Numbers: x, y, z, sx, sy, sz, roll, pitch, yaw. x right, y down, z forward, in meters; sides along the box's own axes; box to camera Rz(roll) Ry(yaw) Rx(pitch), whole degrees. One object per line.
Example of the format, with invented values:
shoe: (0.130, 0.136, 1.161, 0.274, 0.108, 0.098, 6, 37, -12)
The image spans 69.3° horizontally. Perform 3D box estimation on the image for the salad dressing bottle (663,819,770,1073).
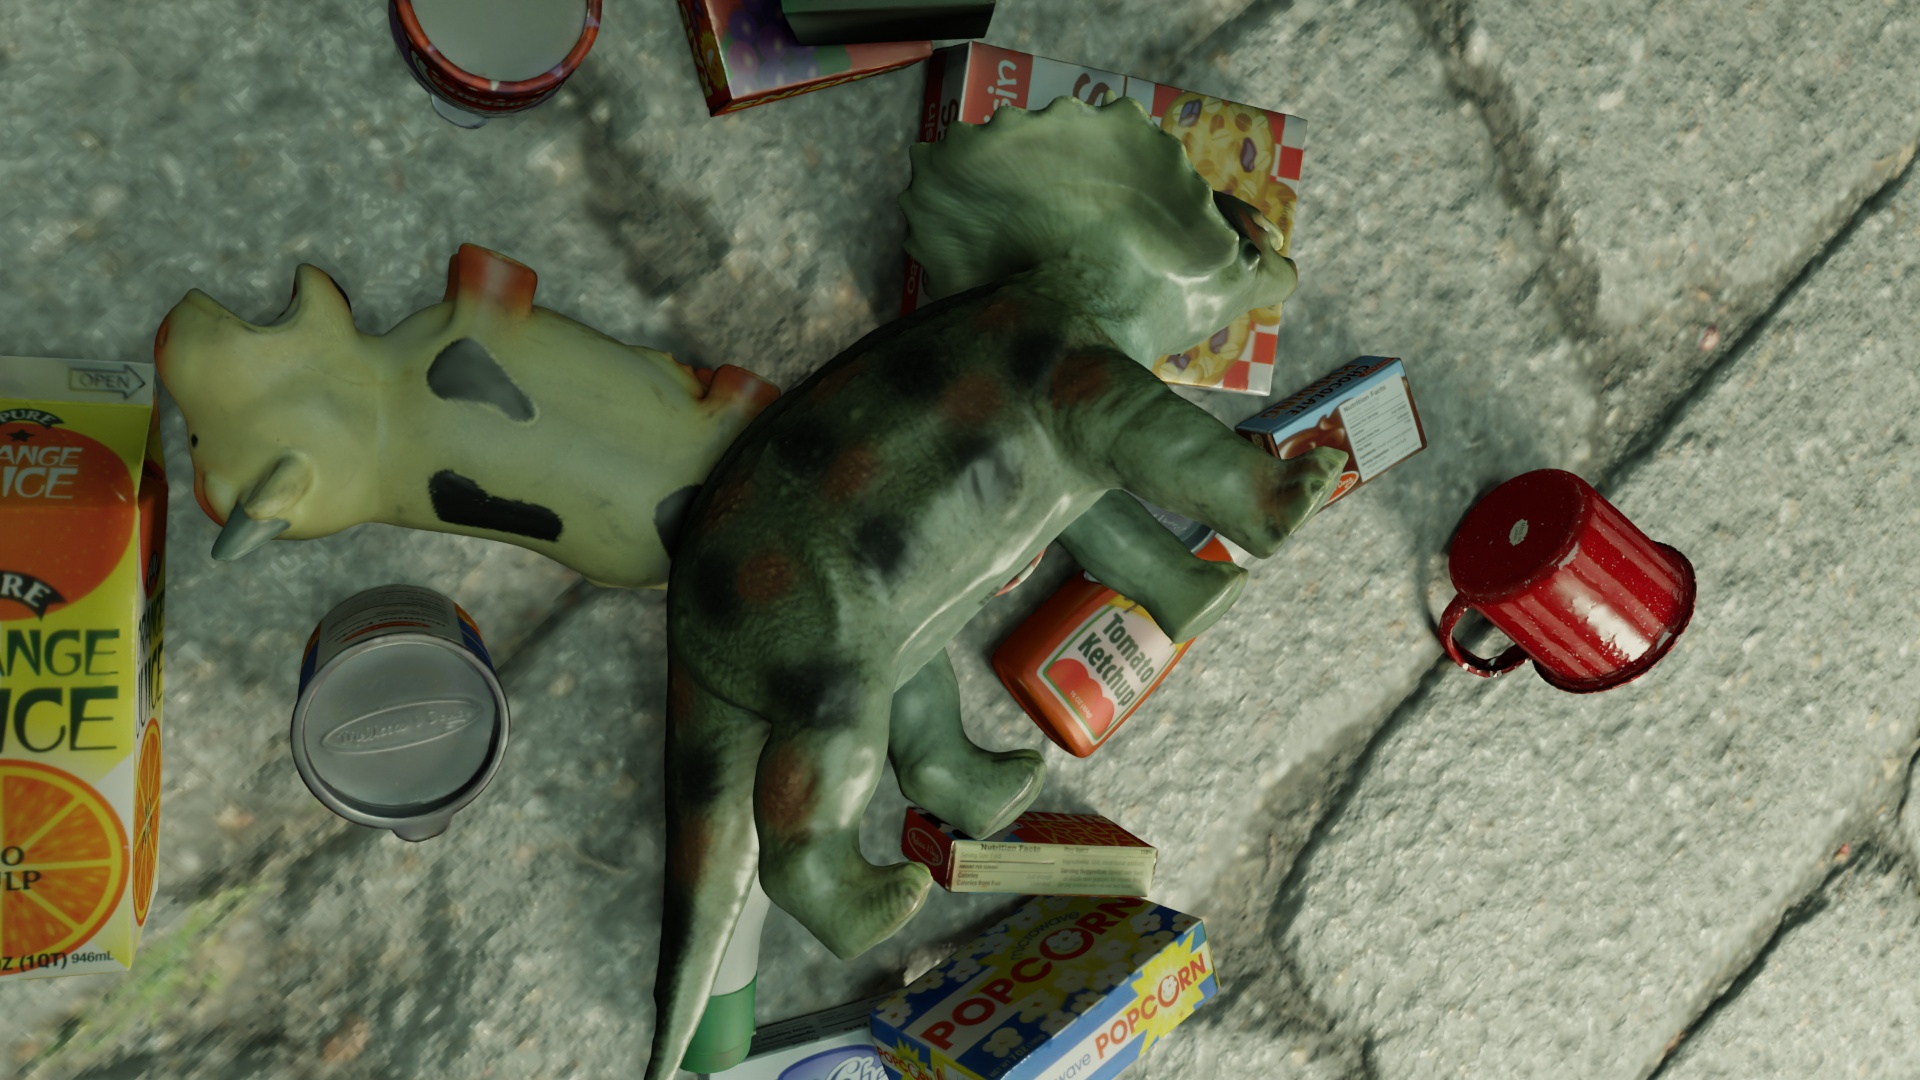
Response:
salad dressing bottle: (-0.098, 0.141, 0.559, 0.044, 0.064, 0.147, 2, 106, -13)

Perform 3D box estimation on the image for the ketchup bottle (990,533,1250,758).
ketchup bottle: (0.085, 0.026, 0.628, 0.149, 0.043, 0.064, -43, 116, -12)

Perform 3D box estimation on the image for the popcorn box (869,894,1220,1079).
popcorn box: (0.036, 0.198, 0.595, 0.127, 0.085, 0.038, -25, 107, -35)

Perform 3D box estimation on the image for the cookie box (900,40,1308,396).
cookie box: (0.062, -0.132, 0.594, 0.168, 0.040, 0.122, 4, 97, -25)

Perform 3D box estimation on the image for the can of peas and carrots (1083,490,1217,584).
can of peas and carrots: (0.071, -0.025, 0.592, 0.071, 0.059, 0.070, -11, 142, -8)

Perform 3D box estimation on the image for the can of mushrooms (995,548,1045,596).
can of mushrooms: (0.002, -0.007, 0.591, 0.071, 0.033, 0.071, -4, 101, -24)

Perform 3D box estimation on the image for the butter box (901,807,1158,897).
butter box: (0.031, 0.138, 0.617, 0.103, 0.053, 0.024, 8, 93, -25)

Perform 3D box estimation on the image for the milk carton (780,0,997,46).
milk carton: (-0.029, -0.268, 0.459, 0.072, 0.073, 0.190, -3, 101, -1)

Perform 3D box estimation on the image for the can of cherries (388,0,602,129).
can of cherries: (-0.161, -0.180, 0.477, 0.071, 0.058, 0.071, -4, 100, -23)

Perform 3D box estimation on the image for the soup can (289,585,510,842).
soup can: (-0.196, 0.058, 0.487, 0.071, 0.084, 0.071, -4, 101, -23)

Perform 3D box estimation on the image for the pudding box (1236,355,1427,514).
pudding box: (0.178, -0.050, 0.663, 0.084, 0.030, 0.049, -30, 110, -17)

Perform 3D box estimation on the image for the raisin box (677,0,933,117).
raisin box: (-0.069, -0.232, 0.520, 0.086, 0.040, 0.123, -20, 105, -20)

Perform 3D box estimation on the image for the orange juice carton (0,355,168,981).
orange juice carton: (-0.299, 0.037, 0.444, 0.072, 0.073, 0.192, 2, 97, -24)

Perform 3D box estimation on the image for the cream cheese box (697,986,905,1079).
cream cheese box: (-0.061, 0.236, 0.608, 0.104, 0.024, 0.053, -9, 101, -23)
